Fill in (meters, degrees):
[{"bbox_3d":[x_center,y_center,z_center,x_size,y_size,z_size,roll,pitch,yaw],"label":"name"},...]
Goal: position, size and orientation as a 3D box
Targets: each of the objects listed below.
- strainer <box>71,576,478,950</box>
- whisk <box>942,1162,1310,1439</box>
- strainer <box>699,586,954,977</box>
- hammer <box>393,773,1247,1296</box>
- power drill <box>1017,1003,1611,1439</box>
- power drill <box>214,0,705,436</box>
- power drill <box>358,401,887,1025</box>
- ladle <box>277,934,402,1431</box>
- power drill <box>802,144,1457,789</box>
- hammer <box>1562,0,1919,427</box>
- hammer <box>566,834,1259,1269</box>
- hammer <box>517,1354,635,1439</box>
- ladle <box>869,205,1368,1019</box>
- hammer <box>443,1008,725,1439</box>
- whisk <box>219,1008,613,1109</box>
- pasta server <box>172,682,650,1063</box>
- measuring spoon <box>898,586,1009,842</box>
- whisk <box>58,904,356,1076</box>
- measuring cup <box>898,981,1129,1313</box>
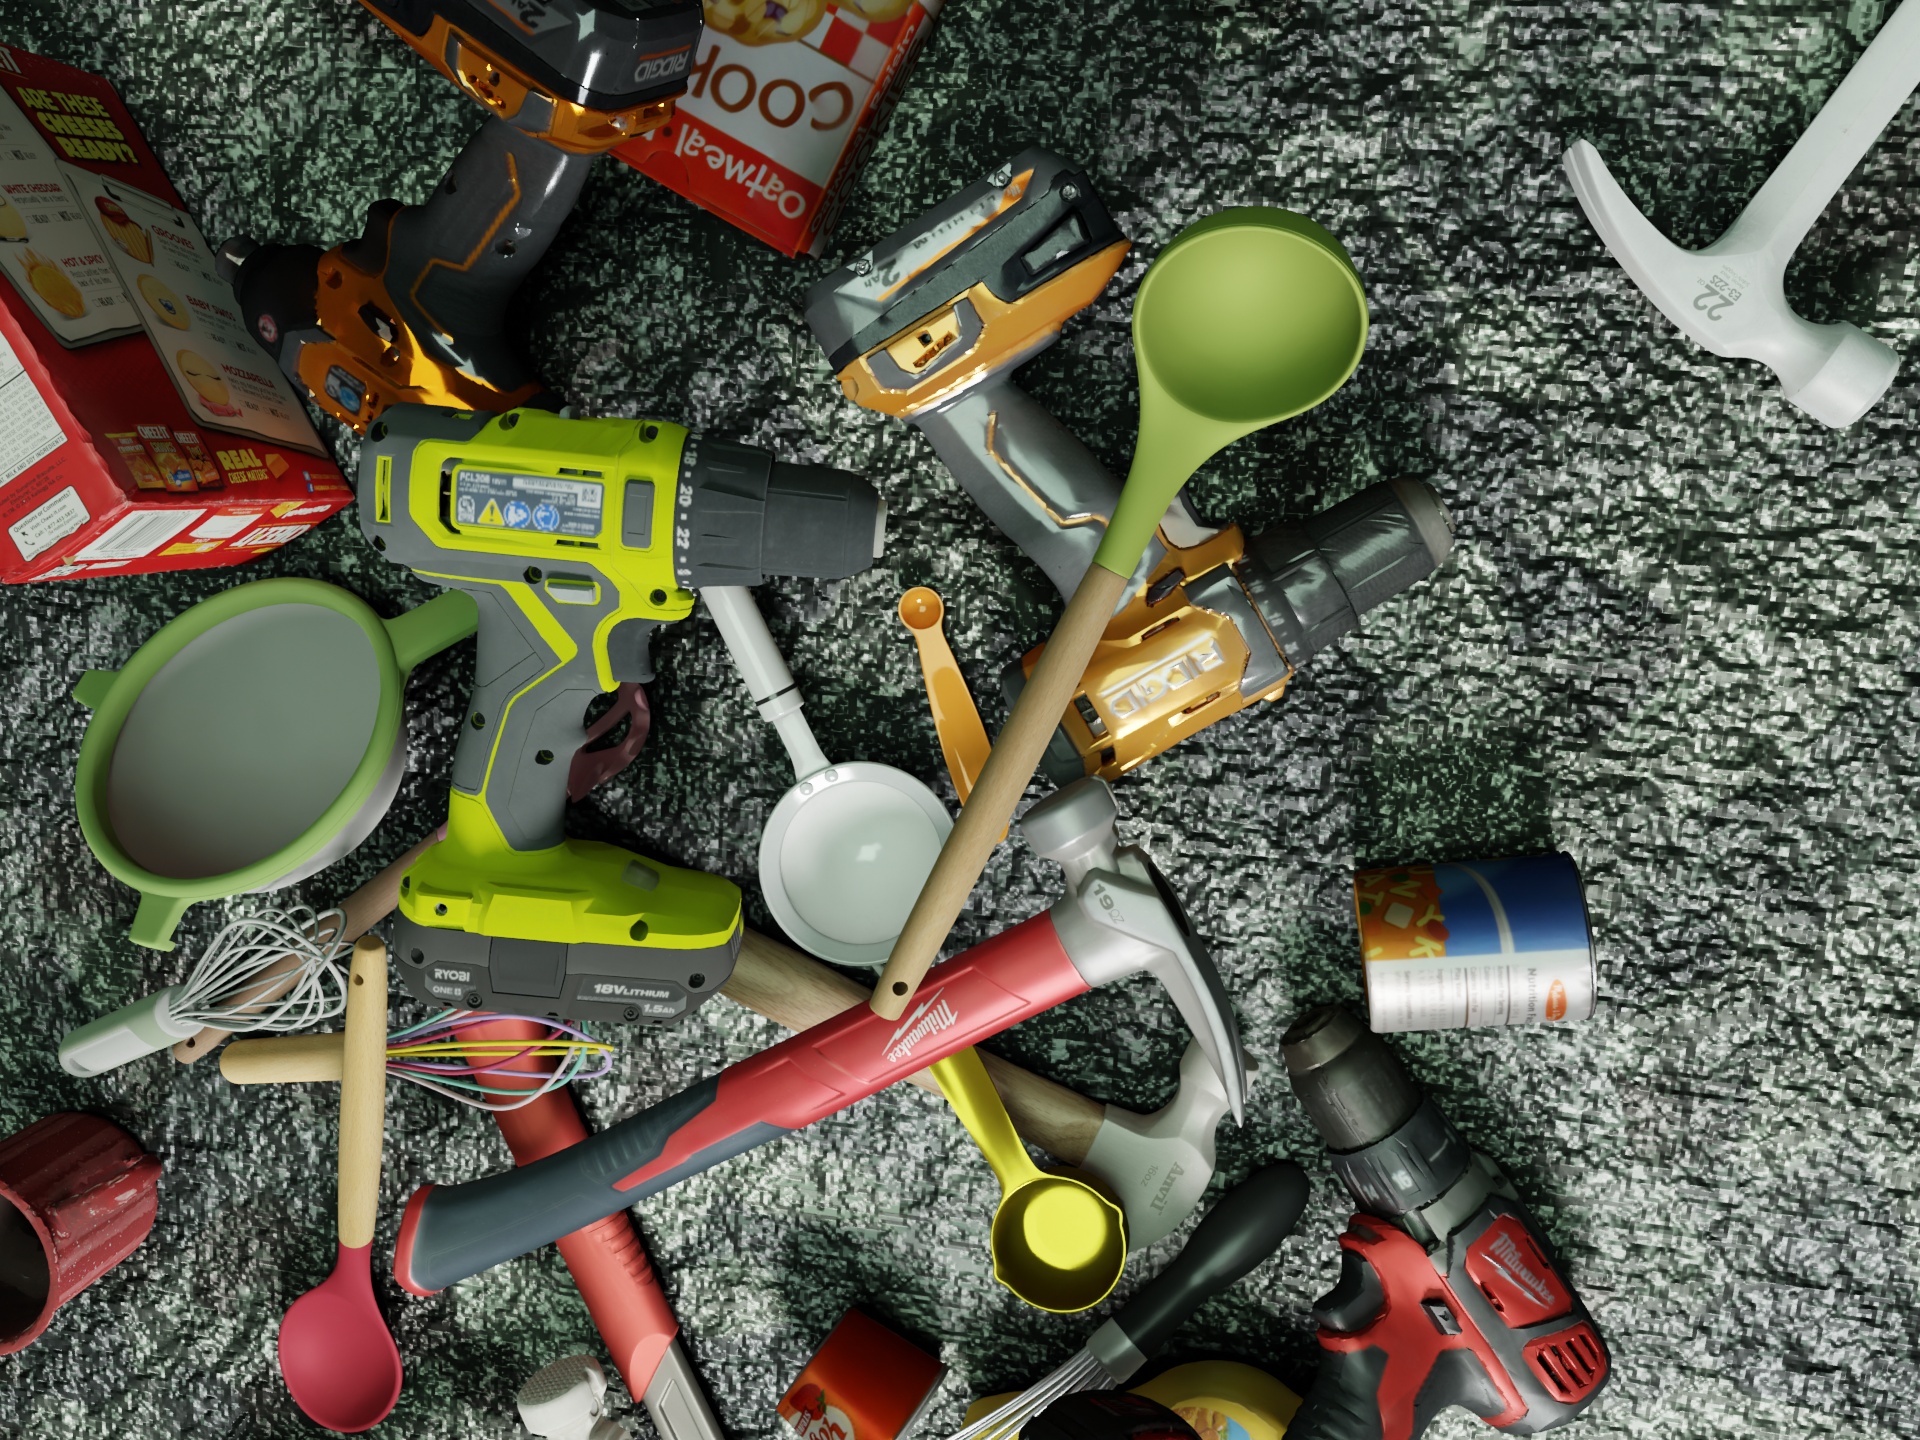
[{"bbox_3d":[-0.254,-0.009,0.699,0.256,0.069,0.152,-30,60,-4],"label":"strainer"},{"bbox_3d":[0.042,0.287,0.668,0.284,0.070,0.070,-41,91,-8],"label":"whisk"},{"bbox_3d":[-0.071,-0.001,0.670,0.087,0.050,0.258,-25,95,5],"label":"strainer"},{"bbox_3d":[-0.075,0.170,0.660,0.386,0.038,0.143,-29,93,17],"label":"hammer"},{"bbox_3d":[0.133,0.243,0.628,0.227,0.080,0.188,-34,90,-20],"label":"power drill"},{"bbox_3d":[-0.206,-0.206,0.618,0.164,0.084,0.226,34,126,2],"label":"power drill"},{"bbox_3d":[-0.132,-0.004,0.619,0.190,0.080,0.228,6,103,-3],"label":"power drill"},{"bbox_3d":[-0.270,0.213,0.709,0.069,0.031,0.315,23,123,9],"label":"ladle"},{"bbox_3d":[0.066,-0.105,0.617,0.185,0.084,0.226,-29,98,11],"label":"power drill"},{"bbox_3d":[0.378,-0.311,0.547,0.144,0.035,0.405,34,104,2],"label":"hammer"},{"bbox_3d":[-0.047,0.135,0.701,0.331,0.031,0.130,25,103,5],"label":"hammer"},{"bbox_3d":[-0.324,0.414,0.776,0.410,0.038,0.146,-18,98,18],"label":"hammer"},{"bbox_3d":[0.043,-0.028,0.562,0.078,0.062,0.320,25,100,-9],"label":"ladle"},{"bbox_3d":[-0.166,0.271,0.743,0.149,0.037,0.359,-23,96,13],"label":"hammer"},{"bbox_3d":[-0.249,0.144,0.699,0.245,0.047,0.051,-10,100,32],"label":"whisk"},{"bbox_3d":[-0.256,0.070,0.723,0.316,0.040,0.060,-36,80,15],"label":"pasta server"},{"bbox_3d":[-0.001,-0.002,0.682,0.021,0.011,0.117,-16,100,13],"label":"measuring spoon"},{"bbox_3d":[-0.342,0.128,0.707,0.246,0.059,0.057,-22,125,37],"label":"whisk"},{"bbox_3d":[0.018,0.173,0.672,0.062,0.029,0.156,-32,80,13],"label":"measuring cup"}]
